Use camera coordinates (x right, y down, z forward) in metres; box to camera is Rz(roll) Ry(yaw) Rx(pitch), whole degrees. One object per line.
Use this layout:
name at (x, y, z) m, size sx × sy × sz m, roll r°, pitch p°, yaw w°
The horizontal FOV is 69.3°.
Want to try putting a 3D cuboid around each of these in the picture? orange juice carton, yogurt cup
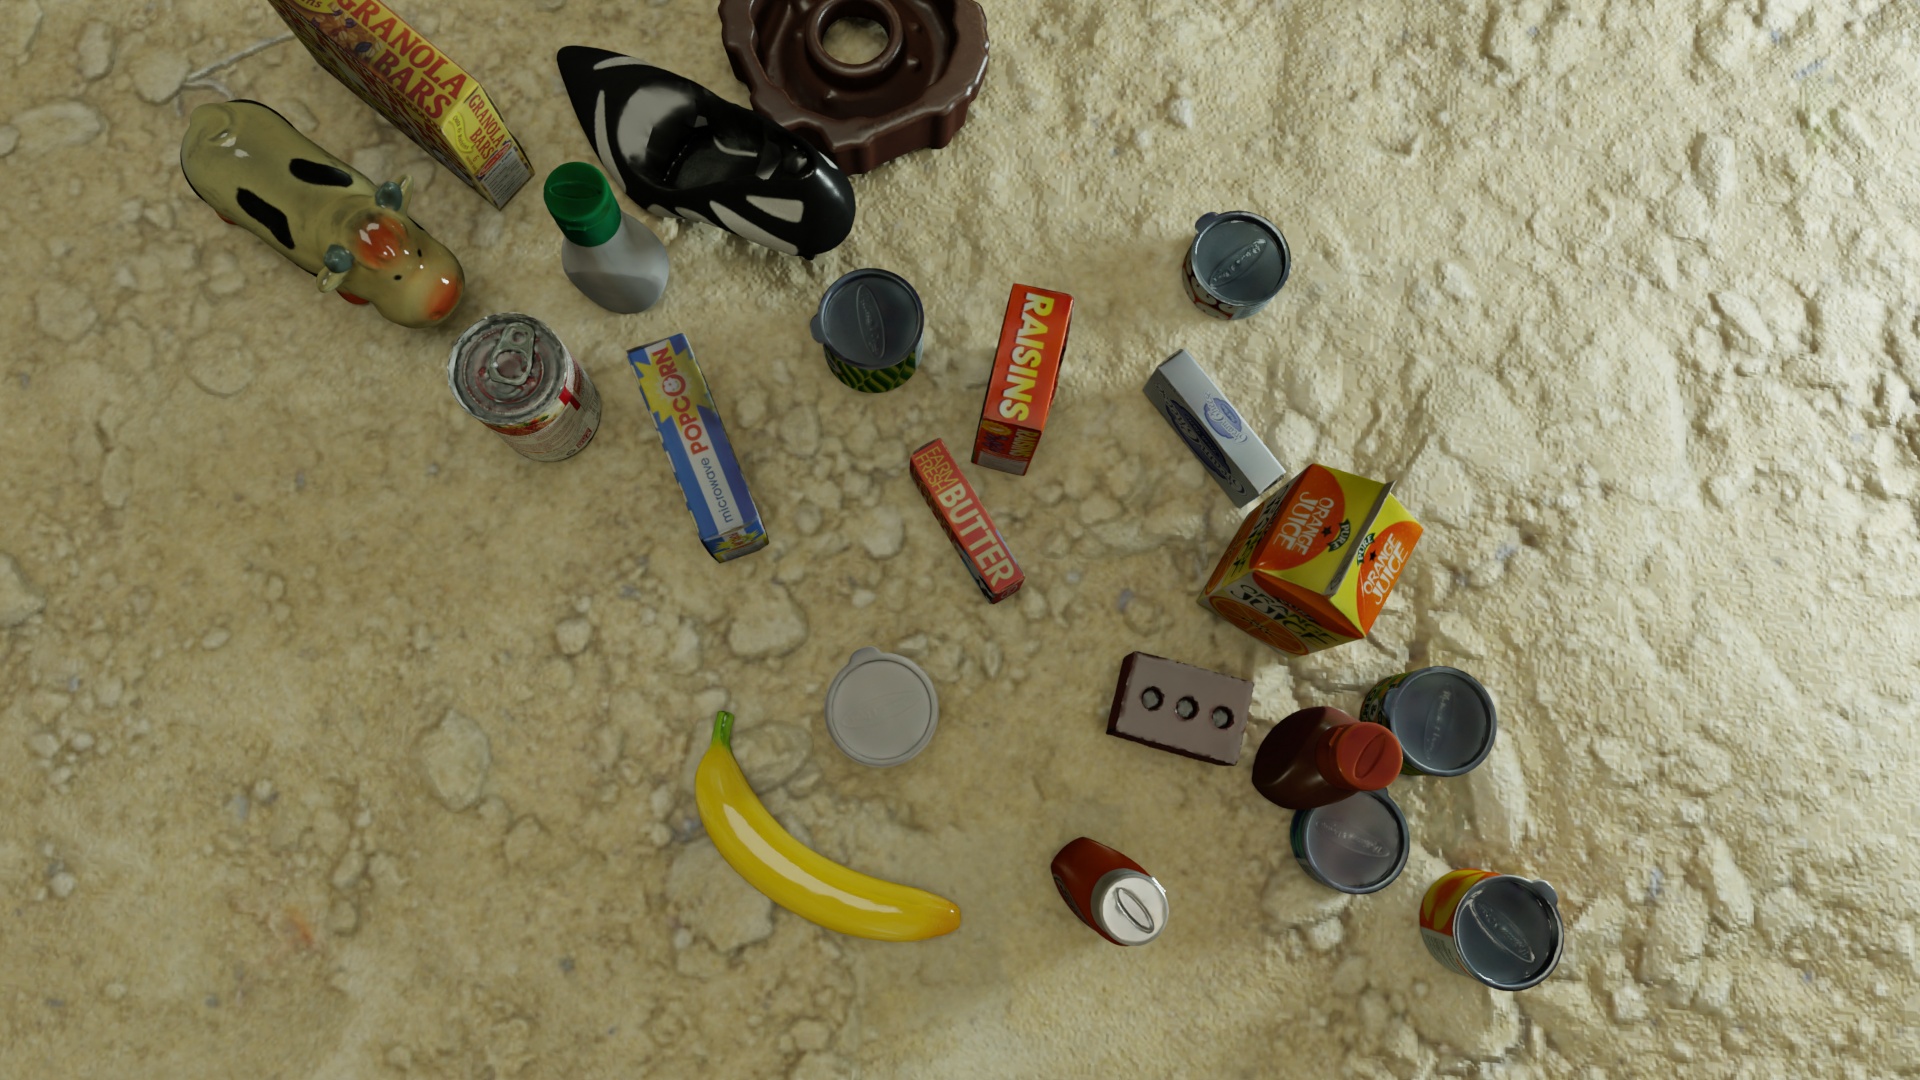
orange juice carton at (0.203, 0.013, 0.803) m, size 0.073 × 0.192 × 0.072 m, roll 32°, pitch 81°, yaw 3°
yogurt cup at (-0.048, 0.104, 0.845) m, size 0.072 × 0.054 × 0.072 m, roll 0°, pitch 80°, yaw -2°

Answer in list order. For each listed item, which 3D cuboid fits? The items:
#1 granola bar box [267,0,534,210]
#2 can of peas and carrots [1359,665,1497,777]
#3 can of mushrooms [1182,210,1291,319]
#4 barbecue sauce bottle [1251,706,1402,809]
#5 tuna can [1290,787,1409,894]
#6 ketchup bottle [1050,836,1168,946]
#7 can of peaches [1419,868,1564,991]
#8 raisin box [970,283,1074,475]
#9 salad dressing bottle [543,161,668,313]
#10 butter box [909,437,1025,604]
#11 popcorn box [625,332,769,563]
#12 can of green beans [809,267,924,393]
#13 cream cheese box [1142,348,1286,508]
granola bar box at (-0.354, -0.293, 0.868) m, size 0.165 × 0.124 × 0.039 m, roll 39°, pitch 81°, yaw 4°
can of peas and carrots at (0.284, 0.112, 0.856) m, size 0.071 × 0.058 × 0.071 m, roll 0°, pitch 80°, yaw -2°
can of mushrooms at (0.180, -0.183, 0.918) m, size 0.071 × 0.033 × 0.071 m, roll 0°, pitch 80°, yaw -2°
barbecue sauce bottle at (0.212, 0.126, 0.805) m, size 0.044 × 0.148 × 0.065 m, roll 35°, pitch 81°, yaw 4°
tuna can at (0.240, 0.181, 0.855) m, size 0.071 × 0.032 × 0.071 m, roll 0°, pitch 80°, yaw -2°
ketchup bottle at (0.087, 0.201, 0.786) m, size 0.043 × 0.148 × 0.065 m, roll -40°, pitch 84°, yaw -8°
can of peaches at (0.320, 0.231, 0.837) m, size 0.071 × 0.058 × 0.071 m, roll 0°, pitch 80°, yaw -2°
raisin box at (0.037, -0.095, 0.850) m, size 0.040 × 0.123 × 0.086 m, roll 14°, pitch 80°, yaw 0°
salad dressing bottle at (-0.216, -0.181, 0.842) m, size 0.064 × 0.147 × 0.044 m, roll 3°, pitch 80°, yaw -2°
butter box at (0.003, -0.011, 0.869) m, size 0.024 × 0.053 × 0.103 m, roll -31°, pitch 83°, yaw -7°
popcorn box at (-0.159, -0.054, 0.853) m, size 0.038 × 0.085 × 0.127 m, roll -22°, pitch 82°, yaw -6°
can of green beans at (-0.056, -0.133, 0.886) m, size 0.071 × 0.057 × 0.071 m, roll 0°, pitch 80°, yaw -2°
cream cheese box at (0.161, -0.070, 0.886) m, size 0.024 × 0.053 × 0.104 m, roll -37°, pitch 83°, yaw -8°
